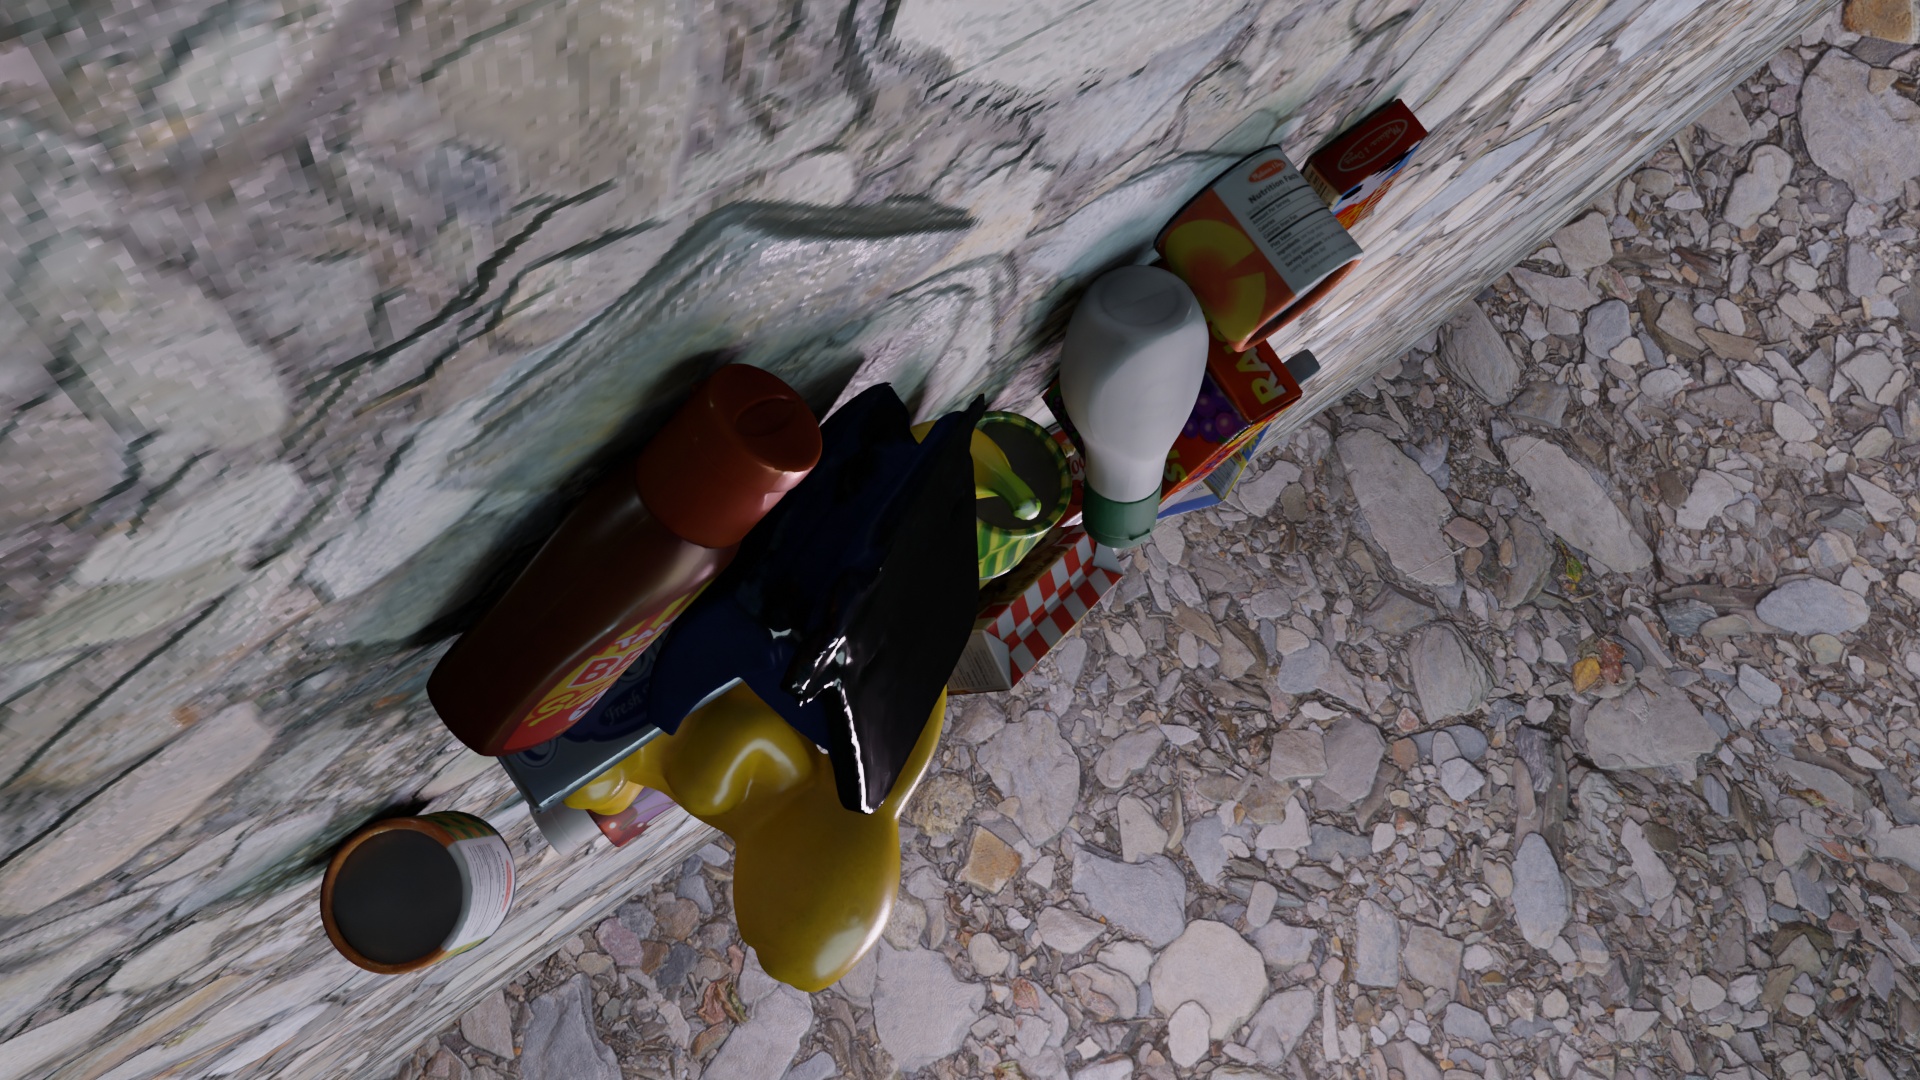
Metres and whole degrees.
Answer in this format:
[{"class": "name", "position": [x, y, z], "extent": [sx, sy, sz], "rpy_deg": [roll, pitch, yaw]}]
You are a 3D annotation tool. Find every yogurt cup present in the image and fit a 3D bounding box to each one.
[{"class": "yogurt cup", "position": [0.056, -0.033, 0.855], "extent": [0.072, 0.054, 0.072], "rpy_deg": [-35, 173, -5]}]

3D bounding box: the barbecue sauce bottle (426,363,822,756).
[{"class": "barbecue sauce bottle", "position": [-0.097, 0.007, 0.405], "extent": [0.148, 0.043, 0.065], "rpy_deg": [-41, 178, 33]}]

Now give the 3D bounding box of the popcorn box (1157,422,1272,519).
[{"class": "popcorn box", "position": [0.159, -0.058, 1.024], "extent": [0.126, 0.038, 0.085], "rpy_deg": [-16, -147, 55]}]

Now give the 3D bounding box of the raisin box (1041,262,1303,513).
[{"class": "raisin box", "position": [0.097, -0.070, 0.670], "extent": [0.040, 0.086, 0.123], "rpy_deg": [-27, 170, -29]}]

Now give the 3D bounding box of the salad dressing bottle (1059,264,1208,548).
[{"class": "salad dressing bottle", "position": [0.075, -0.053, 0.618], "extent": [0.064, 0.044, 0.146], "rpy_deg": [-24, 145, -16]}]

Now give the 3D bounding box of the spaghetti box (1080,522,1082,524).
[{"class": "spaghetti box", "position": [0.065, -0.022, 0.993], "extent": [0.249, 0.050, 0.029], "rpy_deg": [-39, 174, 18]}]

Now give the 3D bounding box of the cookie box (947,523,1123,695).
[{"class": "cookie box", "position": [-0.010, 0.042, 0.792], "extent": [0.167, 0.040, 0.123], "rpy_deg": [-10, -159, 42]}]

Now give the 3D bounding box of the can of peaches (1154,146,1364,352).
[{"class": "can of peaches", "position": [0.125, -0.120, 0.584], "extent": [0.071, 0.058, 0.071], "rpy_deg": [-36, 173, -5]}]

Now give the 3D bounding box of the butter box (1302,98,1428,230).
[{"class": "butter box", "position": [0.188, -0.173, 0.682], "extent": [0.053, 0.024, 0.103], "rpy_deg": [-35, 173, -3]}]

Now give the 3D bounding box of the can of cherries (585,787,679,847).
[{"class": "can of cherries", "position": [-0.159, 0.108, 0.678], "extent": [0.058, 0.071, 0.071], "rpy_deg": [-34, 173, -14]}]

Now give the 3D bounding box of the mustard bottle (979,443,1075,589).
[{"class": "mustard bottle", "position": [0.003, -0.009, 0.725], "extent": [0.161, 0.065, 0.048], "rpy_deg": [-39, -171, -21]}]

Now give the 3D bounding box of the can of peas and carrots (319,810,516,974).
[{"class": "can of peas and carrots", "position": [-0.241, 0.154, 0.613], "extent": [0.071, 0.071, 0.058], "rpy_deg": [-36, 173, -5]}]

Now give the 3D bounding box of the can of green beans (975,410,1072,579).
[{"class": "can of green beans", "position": [0.014, -0.022, 0.670], "extent": [0.071, 0.071, 0.057], "rpy_deg": [-33, 172, -27]}]

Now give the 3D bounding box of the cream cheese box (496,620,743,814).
[{"class": "cream cheese box", "position": [-0.127, 0.051, 0.517], "extent": [0.104, 0.053, 0.024], "rpy_deg": [-33, 174, -24]}]

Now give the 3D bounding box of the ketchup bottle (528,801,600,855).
[{"class": "ketchup bottle", "position": [-0.179, 0.126, 0.814], "extent": [0.149, 0.043, 0.064], "rpy_deg": [-34, 173, -13]}]
